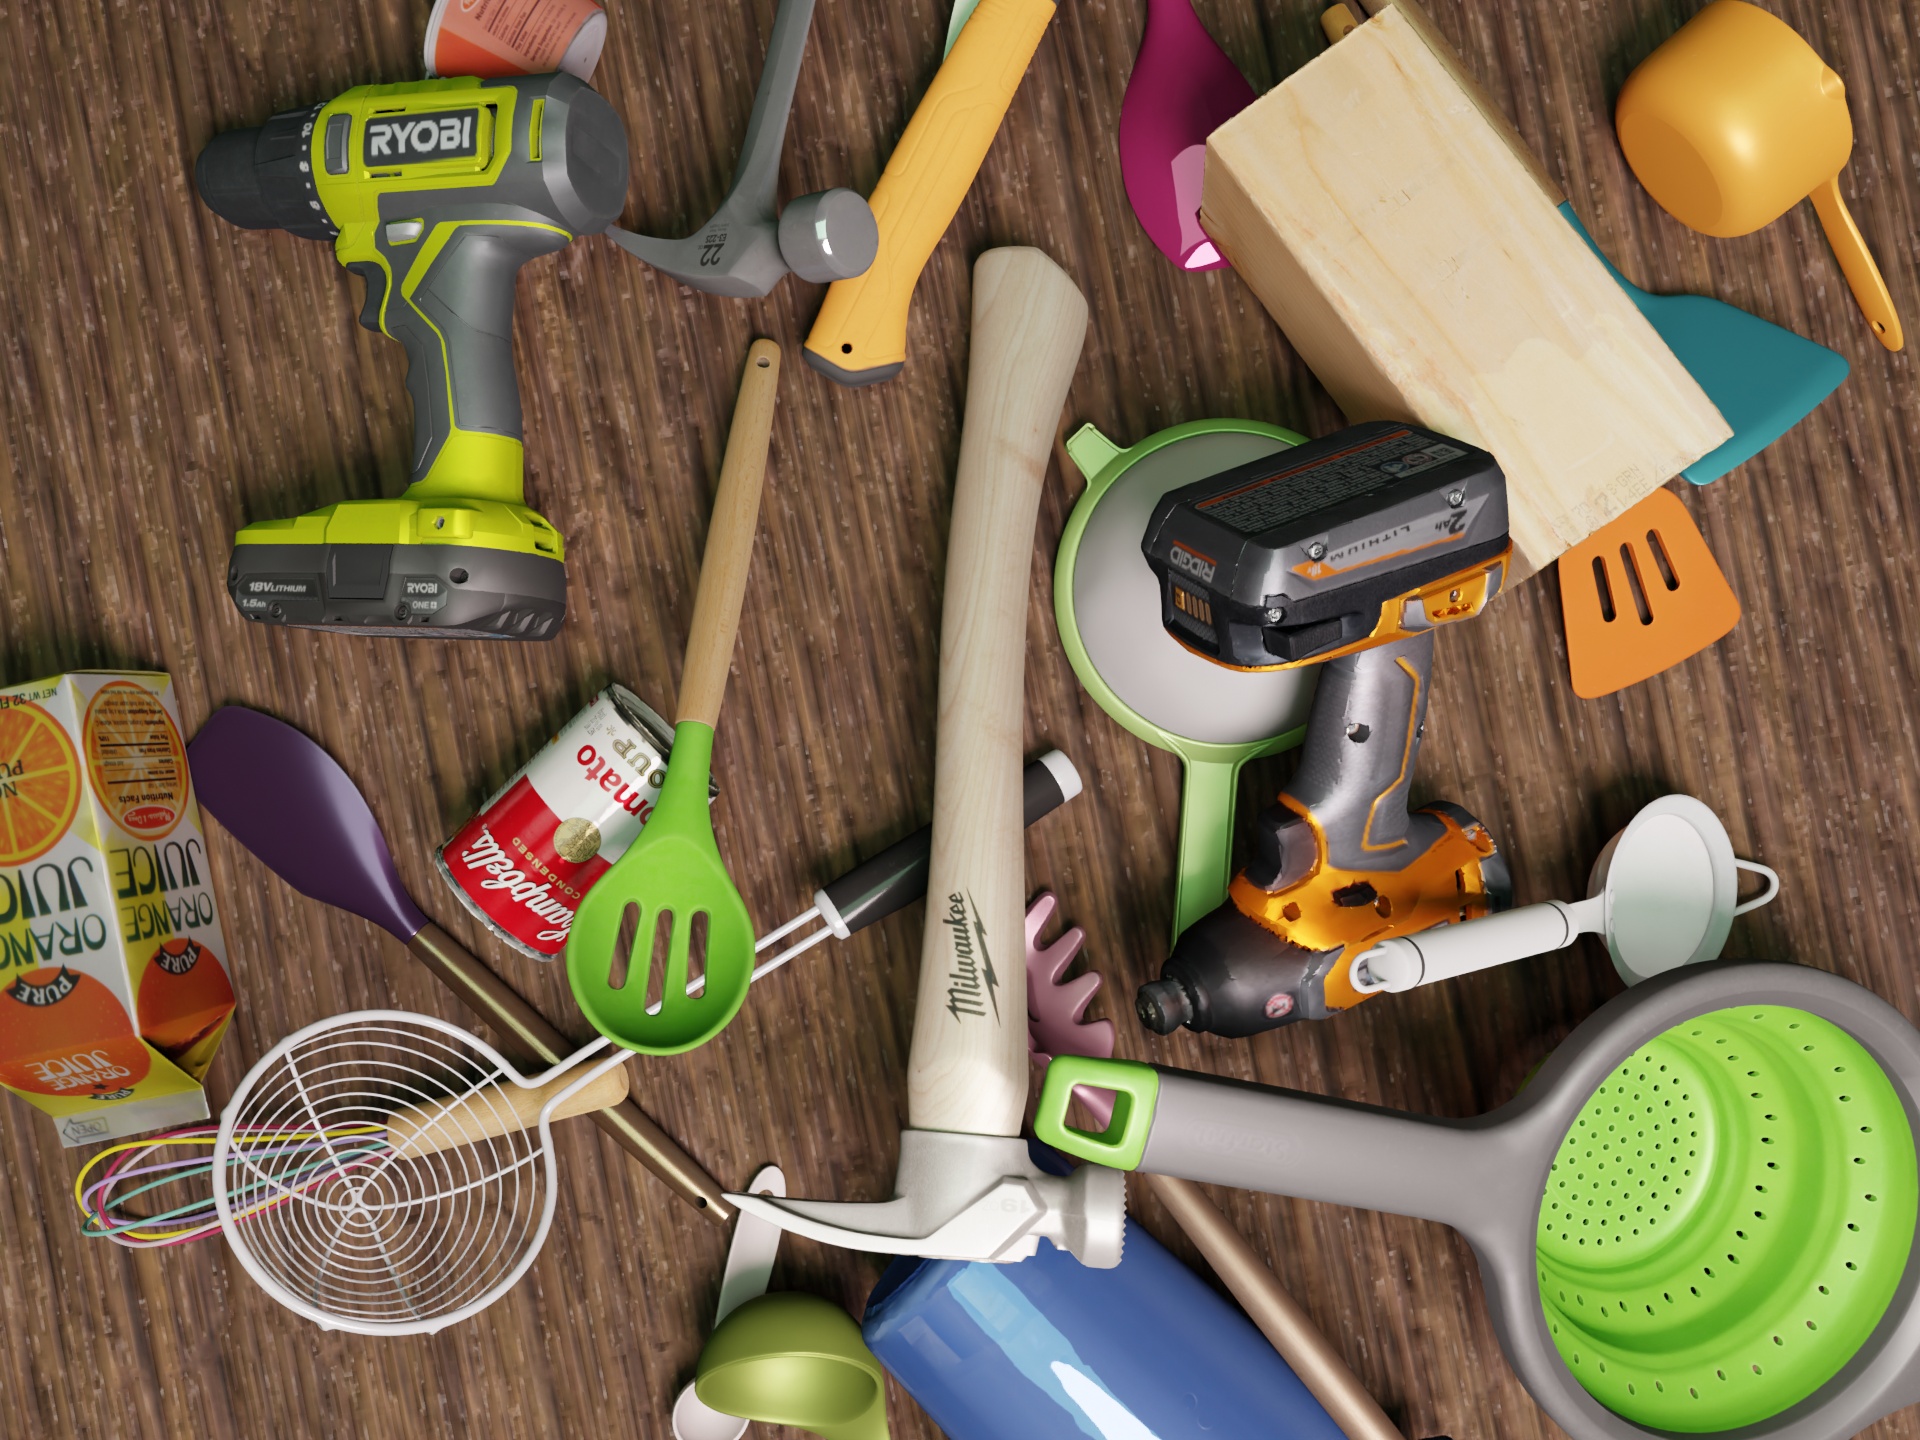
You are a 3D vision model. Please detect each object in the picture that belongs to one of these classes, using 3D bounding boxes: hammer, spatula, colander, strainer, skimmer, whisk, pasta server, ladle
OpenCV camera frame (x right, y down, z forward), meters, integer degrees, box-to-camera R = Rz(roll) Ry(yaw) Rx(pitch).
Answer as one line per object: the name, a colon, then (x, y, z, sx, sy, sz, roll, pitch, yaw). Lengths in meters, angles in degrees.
hammer: (-0.001, -0.002, 0.634, 0.146, 0.038, 0.411, 4, 74, 1)
hammer: (-0.057, -0.371, 0.670, 0.144, 0.035, 0.405, 6, 81, 40)
spatula: (0.242, -0.243, 0.681, 0.082, 0.044, 0.317, -38, 88, 2)
spatula: (-0.216, 0.109, 0.695, 0.316, 0.018, 0.060, 43, 101, 1)
colander: (0.209, 0.170, 0.623, 0.397, 0.094, 0.204, 13, 92, -13)
strainer: (0.238, 0.078, 0.632, 0.258, 0.050, 0.087, -5, 95, -37)
skimmer: (-0.104, 0.103, 0.628, 0.363, 0.090, 0.127, -31, 74, -11)
whisk: (-0.261, 0.179, 0.675, 0.245, 0.051, 0.047, -15, 88, 3)
pasta server: (0.100, 0.195, 0.634, 0.316, 0.060, 0.040, 50, 127, 21)
strainer: (0.111, -0.005, 0.667, 0.151, 0.069, 0.256, 5, 88, 1)
ladle: (-0.007, 0.377, 0.668, 0.078, 0.062, 0.320, -29, 94, 26)
spatula: (0.235, -0.167, 0.692, 0.081, 0.041, 0.323, -27, 85, 1)
hammer: (0.015, -0.298, 0.661, 0.127, 0.034, 0.337, 26, 100, -9)

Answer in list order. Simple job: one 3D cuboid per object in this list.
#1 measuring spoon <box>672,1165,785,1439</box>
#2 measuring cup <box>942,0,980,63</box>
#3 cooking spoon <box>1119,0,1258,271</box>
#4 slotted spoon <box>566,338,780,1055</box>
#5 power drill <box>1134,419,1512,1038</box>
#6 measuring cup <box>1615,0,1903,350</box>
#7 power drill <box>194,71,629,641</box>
measuring spoon: (-0.099, 0.256, 0.696, 0.034, 0.018, 0.124, 17, 83, -21)
measuring cup: (0.013, -0.332, 0.692, 0.083, 0.038, 0.167, 11, 99, -1)
cooking spoon: (0.082, -0.355, 0.697, 0.069, 0.017, 0.319, -12, 90, 1)
slotted spoon: (-0.101, -0.020, 0.643, 0.070, 0.031, 0.314, 11, 68, -11)
power drill: (0.131, 0.018, 0.605, 0.164, 0.084, 0.226, -21, 122, -19)
measuring cup: (0.339, -0.213, 0.670, 0.052, 0.095, 0.173, -37, 108, 6)
power drill: (-0.239, -0.151, 0.664, 0.190, 0.080, 0.228, 2, 88, 17)
